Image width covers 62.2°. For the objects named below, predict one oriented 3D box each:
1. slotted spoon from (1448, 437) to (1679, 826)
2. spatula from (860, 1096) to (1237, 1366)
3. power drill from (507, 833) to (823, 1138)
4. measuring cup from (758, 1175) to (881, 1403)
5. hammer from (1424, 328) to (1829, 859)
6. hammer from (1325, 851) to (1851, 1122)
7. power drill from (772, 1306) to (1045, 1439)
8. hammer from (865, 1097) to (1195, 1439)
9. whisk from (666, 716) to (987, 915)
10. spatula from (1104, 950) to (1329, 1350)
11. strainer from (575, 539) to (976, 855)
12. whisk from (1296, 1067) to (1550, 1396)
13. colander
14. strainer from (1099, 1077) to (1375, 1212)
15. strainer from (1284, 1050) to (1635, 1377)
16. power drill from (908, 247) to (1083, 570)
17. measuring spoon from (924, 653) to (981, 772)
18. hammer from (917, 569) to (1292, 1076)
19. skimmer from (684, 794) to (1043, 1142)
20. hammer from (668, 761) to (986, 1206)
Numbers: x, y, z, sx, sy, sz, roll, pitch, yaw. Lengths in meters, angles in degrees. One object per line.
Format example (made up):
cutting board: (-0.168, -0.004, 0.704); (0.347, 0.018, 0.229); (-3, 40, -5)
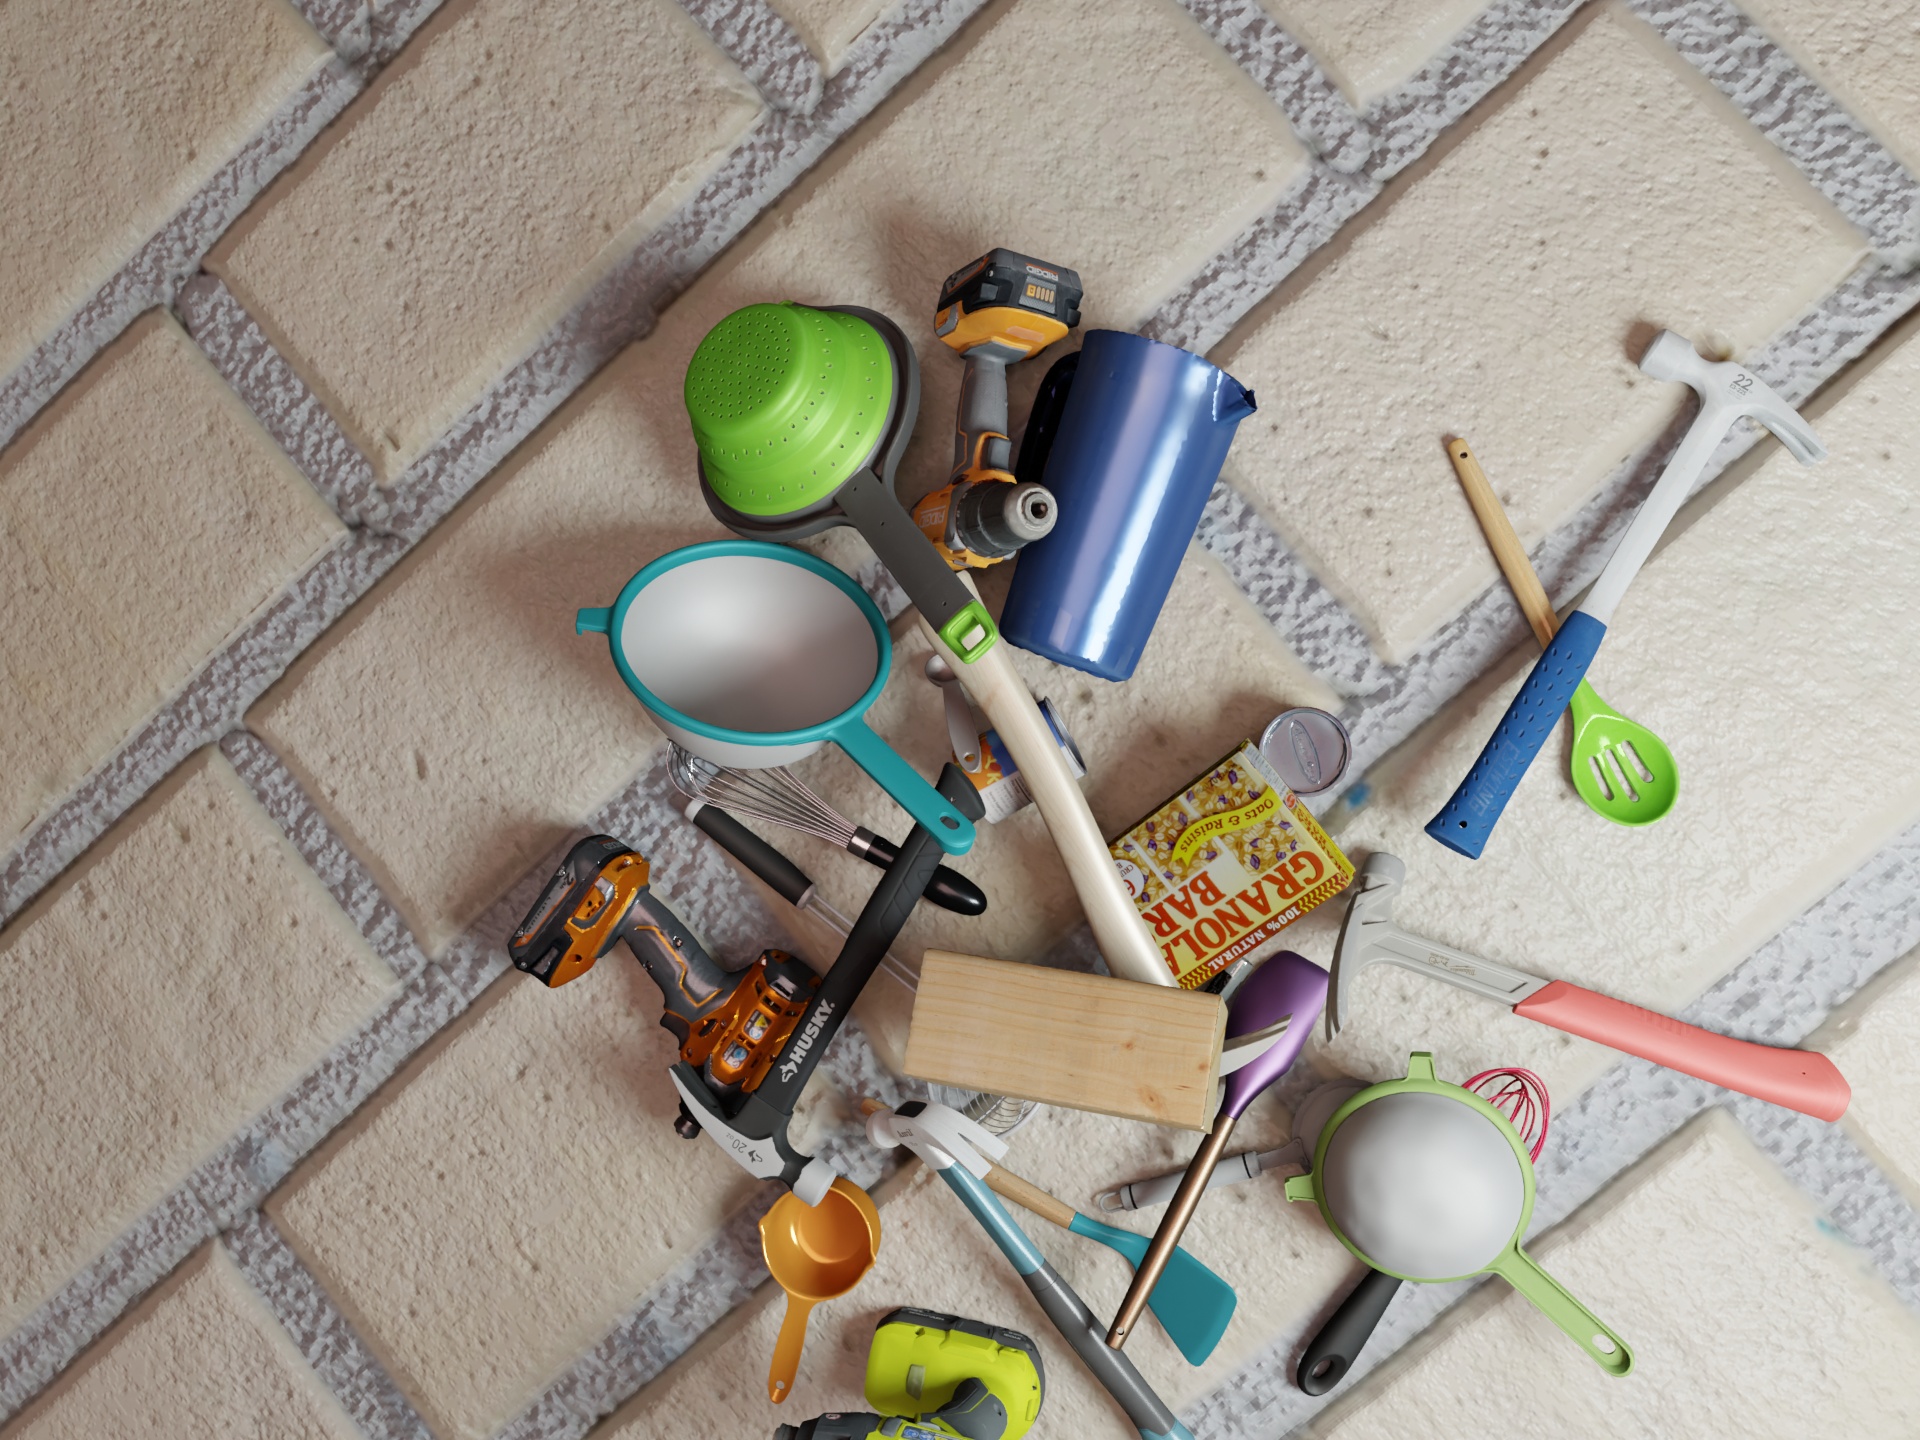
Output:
slotted spoon: (0.433, -0.068, 1.168); (0.070, 0.031, 0.314); (-25, 82, 8)
spatula: (0.059, 0.372, 1.208); (0.317, 0.044, 0.082); (26, 119, 12)
power drill: (-0.238, 0.212, 1.252); (0.226, 0.084, 0.164); (35, 95, 6)
measuring cup: (-0.116, 0.438, 1.234); (0.095, 0.052, 0.173); (15, 92, 10)
hammer: (0.461, -0.078, 1.136); (0.144, 0.035, 0.405); (32, 86, 9)
hammer: (0.442, 0.216, 1.127); (0.359, 0.036, 0.149); (19, 60, 6)
power drill: (-0.027, 0.496, 1.127); (0.171, 0.223, 0.080); (10, 89, 10)
hammer: (0.061, 0.414, 1.178); (0.033, 0.128, 0.331); (-40, 94, -33)
whisk: (-0.106, 0.080, 1.244); (0.284, 0.070, 0.070); (28, 93, 5)
spatula: (0.183, 0.313, 1.169); (0.060, 0.018, 0.316); (27, 78, 11)
strainer: (-0.119, 0.004, 1.193); (0.211, 0.095, 0.341); (-32, 64, -35)
whisk: (0.330, 0.373, 1.155); (0.073, 0.073, 0.296); (33, 100, 10)
colander: (-0.099, -0.190, 1.154); (0.204, 0.094, 0.398); (-42, 56, 9)
strainer: (0.226, 0.330, 1.184); (0.258, 0.050, 0.087); (-19, 88, 12)
strainer: (0.354, 0.362, 1.081); (0.256, 0.069, 0.151); (42, 108, 9)
power drill: (0.029, -0.224, 1.172); (0.084, 0.185, 0.226); (11, 87, -23)
measuring spoon: (-0.002, -0.004, 1.219); (0.034, 0.018, 0.124); (-13, 49, -1)
hammer: (0.090, 0.077, 1.152); (0.146, 0.038, 0.410); (-25, 94, 22)
skimmer: (-0.079, 0.175, 1.217); (0.363, 0.090, 0.127); (37, 97, 10)
hammer: (-0.084, 0.180, 1.178); (0.146, 0.035, 0.335); (31, 93, 10)
